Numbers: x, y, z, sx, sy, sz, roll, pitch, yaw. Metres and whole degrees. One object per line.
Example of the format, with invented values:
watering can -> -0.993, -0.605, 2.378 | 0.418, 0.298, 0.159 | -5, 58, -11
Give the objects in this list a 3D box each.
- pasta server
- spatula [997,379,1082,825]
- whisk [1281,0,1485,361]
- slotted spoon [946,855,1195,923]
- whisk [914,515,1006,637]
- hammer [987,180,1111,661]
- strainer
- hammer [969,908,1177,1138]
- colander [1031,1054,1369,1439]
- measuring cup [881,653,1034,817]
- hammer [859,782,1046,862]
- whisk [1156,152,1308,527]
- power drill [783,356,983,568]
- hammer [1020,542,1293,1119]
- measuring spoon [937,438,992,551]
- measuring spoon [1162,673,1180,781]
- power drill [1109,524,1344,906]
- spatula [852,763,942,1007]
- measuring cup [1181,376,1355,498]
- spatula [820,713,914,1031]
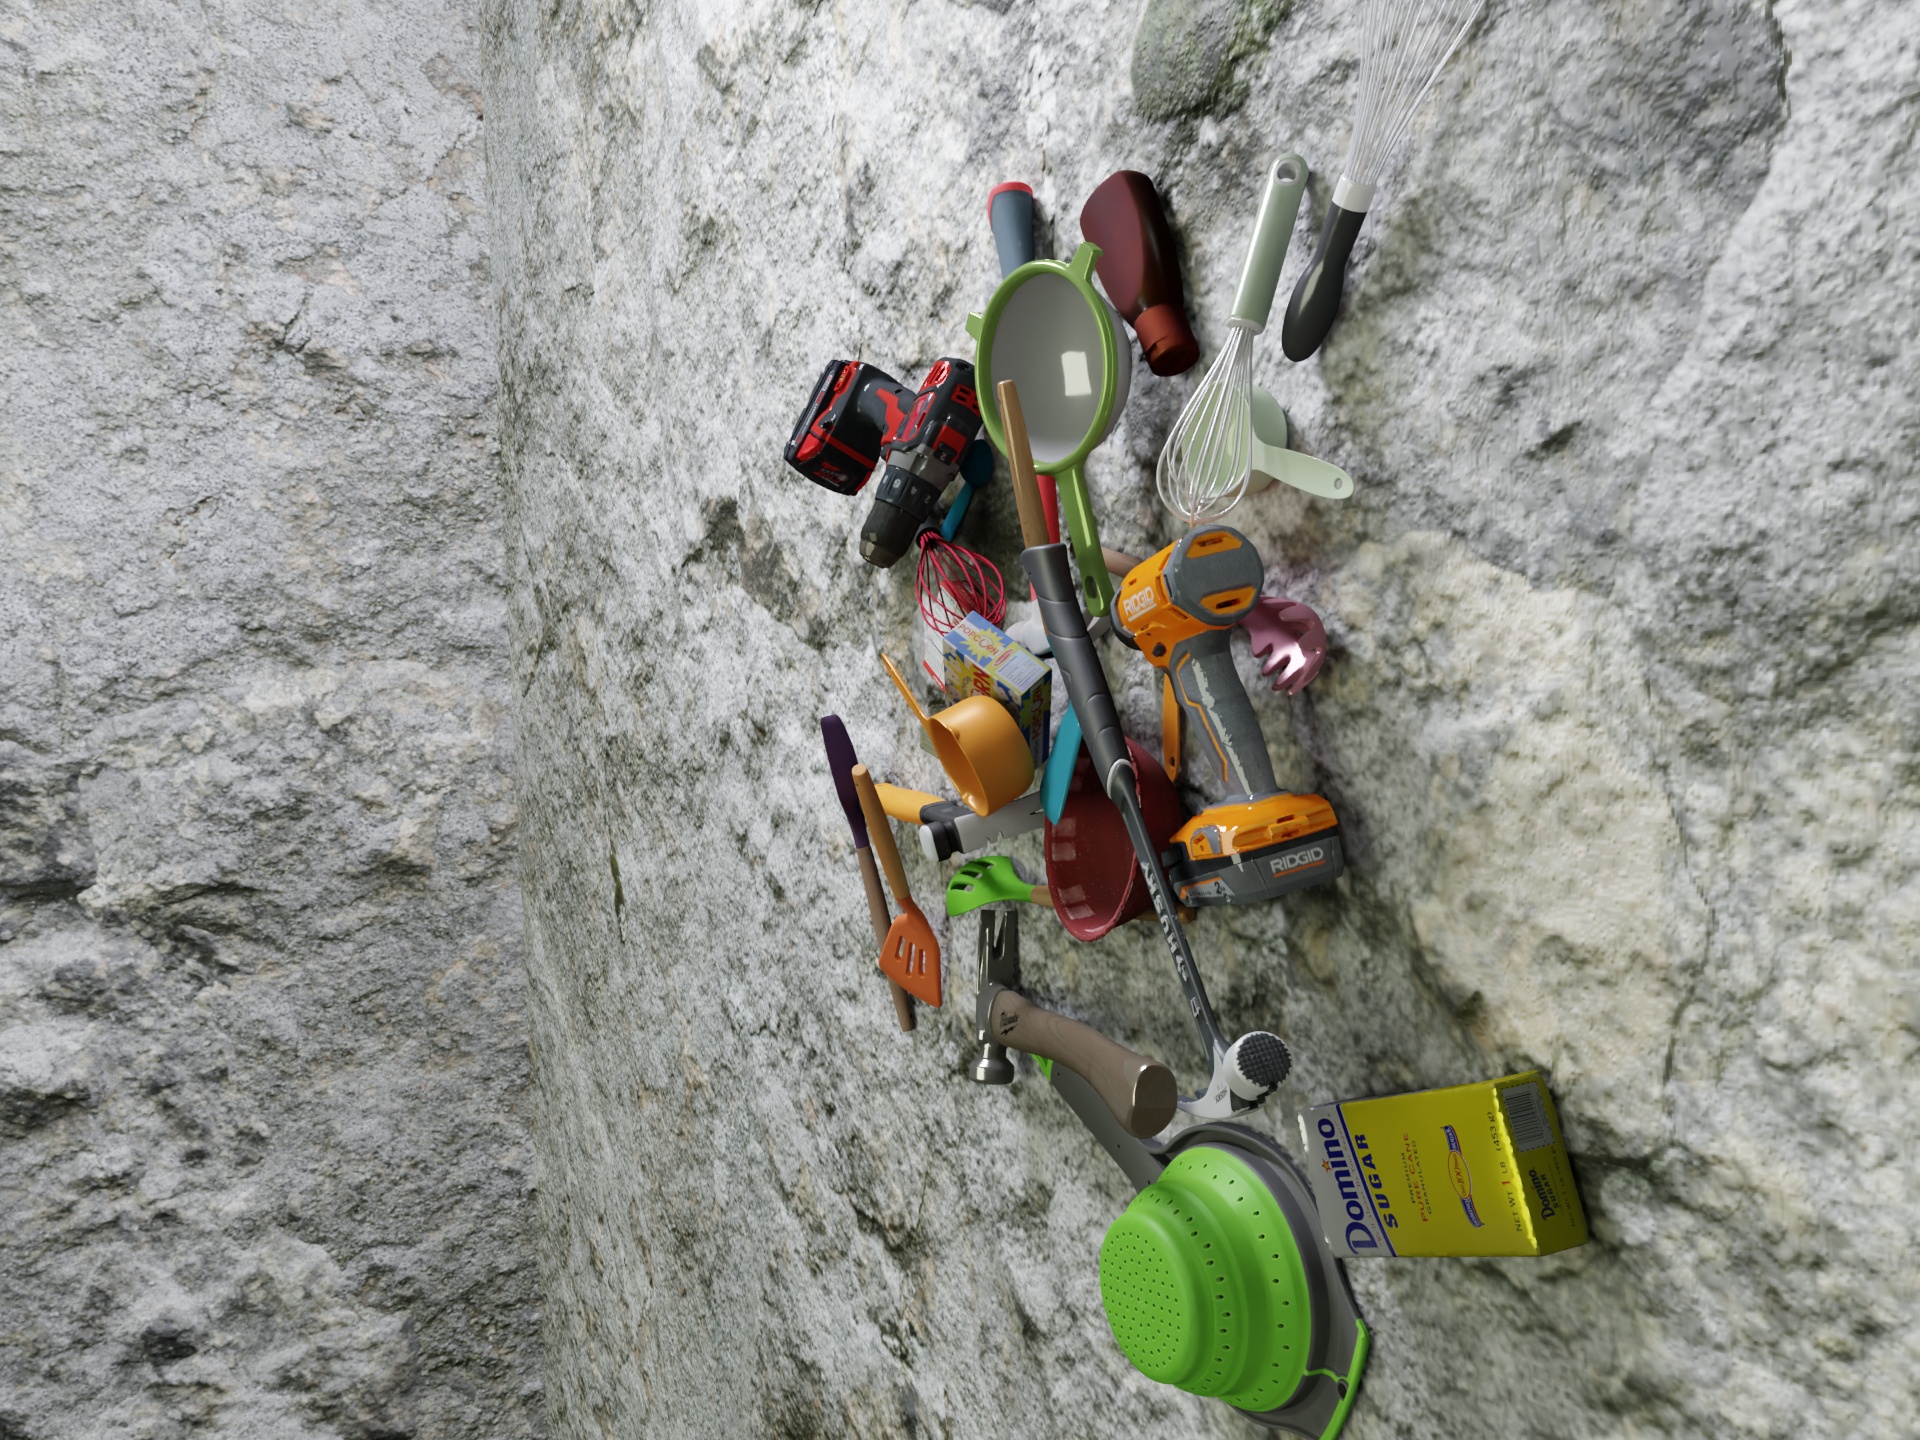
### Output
pasta server -> 0.155, -0.087, 1.109 | 0.316, 0.040, 0.060 | 33, 139, 58
spatula -> 0.054, -0.085, 1.149 | 0.082, 0.044, 0.317 | -117, 15, -77
whisk -> 0.241, -0.336, 0.919 | 0.070, 0.070, 0.284 | 58, 145, 42
slotted spoon -> 0.078, 0.139, 1.266 | 0.031, 0.070, 0.314 | 52, 154, -22
whisk -> -0.023, -0.149, 1.386 | 0.296, 0.073, 0.073 | -117, 36, -54
hammer -> 0.063, -0.243, 1.240 | 0.143, 0.038, 0.386 | 155, 112, -65
strainer -> 0.092, -0.202, 1.145 | 0.151, 0.069, 0.256 | -16, 87, 54
hammer -> 0.073, 0.226, 1.173 | 0.410, 0.038, 0.146 | 168, 105, -76
colander -> 0.123, 0.349, 1.144 | 0.398, 0.094, 0.204 | 43, 129, 52
measuring cup -> -0.002, -0.004, 1.241 | 0.174, 0.052, 0.095 | 54, 164, 34
hammer -> -0.018, 0.077, 1.401 | 0.337, 0.127, 0.034 | -177, 71, -71
whisk -> 0.176, -0.239, 0.995 | 0.059, 0.058, 0.246 | 34, -108, -77
power drill -> -0.072, -0.235, 1.418 | 0.227, 0.080, 0.188 | 24, 87, 57
hammer -> 0.110, 0.059, 1.027 | 0.149, 0.036, 0.409 | 106, 150, -62
measuring spoon -> -0.005, -0.196, 1.409 | 0.128, 0.021, 0.042 | -62, 41, 44
measuring spoon -> 0.155, -0.013, 1.146 | 0.021, 0.011, 0.117 | -158, 65, -65
power drill -> 0.157, 0.001, 1.024 | 0.164, 0.084, 0.226 | 153, 103, -73
spatula -> -0.062, 0.146, 1.404 | 0.081, 0.041, 0.322 | 30, 152, 30
measuring cup -> 0.204, -0.168, 1.012 | 0.168, 0.038, 0.083 | 37, 124, 52
spatula -> -0.087, 0.148, 1.546 | 0.018, 0.059, 0.316 | -14, 89, 23
